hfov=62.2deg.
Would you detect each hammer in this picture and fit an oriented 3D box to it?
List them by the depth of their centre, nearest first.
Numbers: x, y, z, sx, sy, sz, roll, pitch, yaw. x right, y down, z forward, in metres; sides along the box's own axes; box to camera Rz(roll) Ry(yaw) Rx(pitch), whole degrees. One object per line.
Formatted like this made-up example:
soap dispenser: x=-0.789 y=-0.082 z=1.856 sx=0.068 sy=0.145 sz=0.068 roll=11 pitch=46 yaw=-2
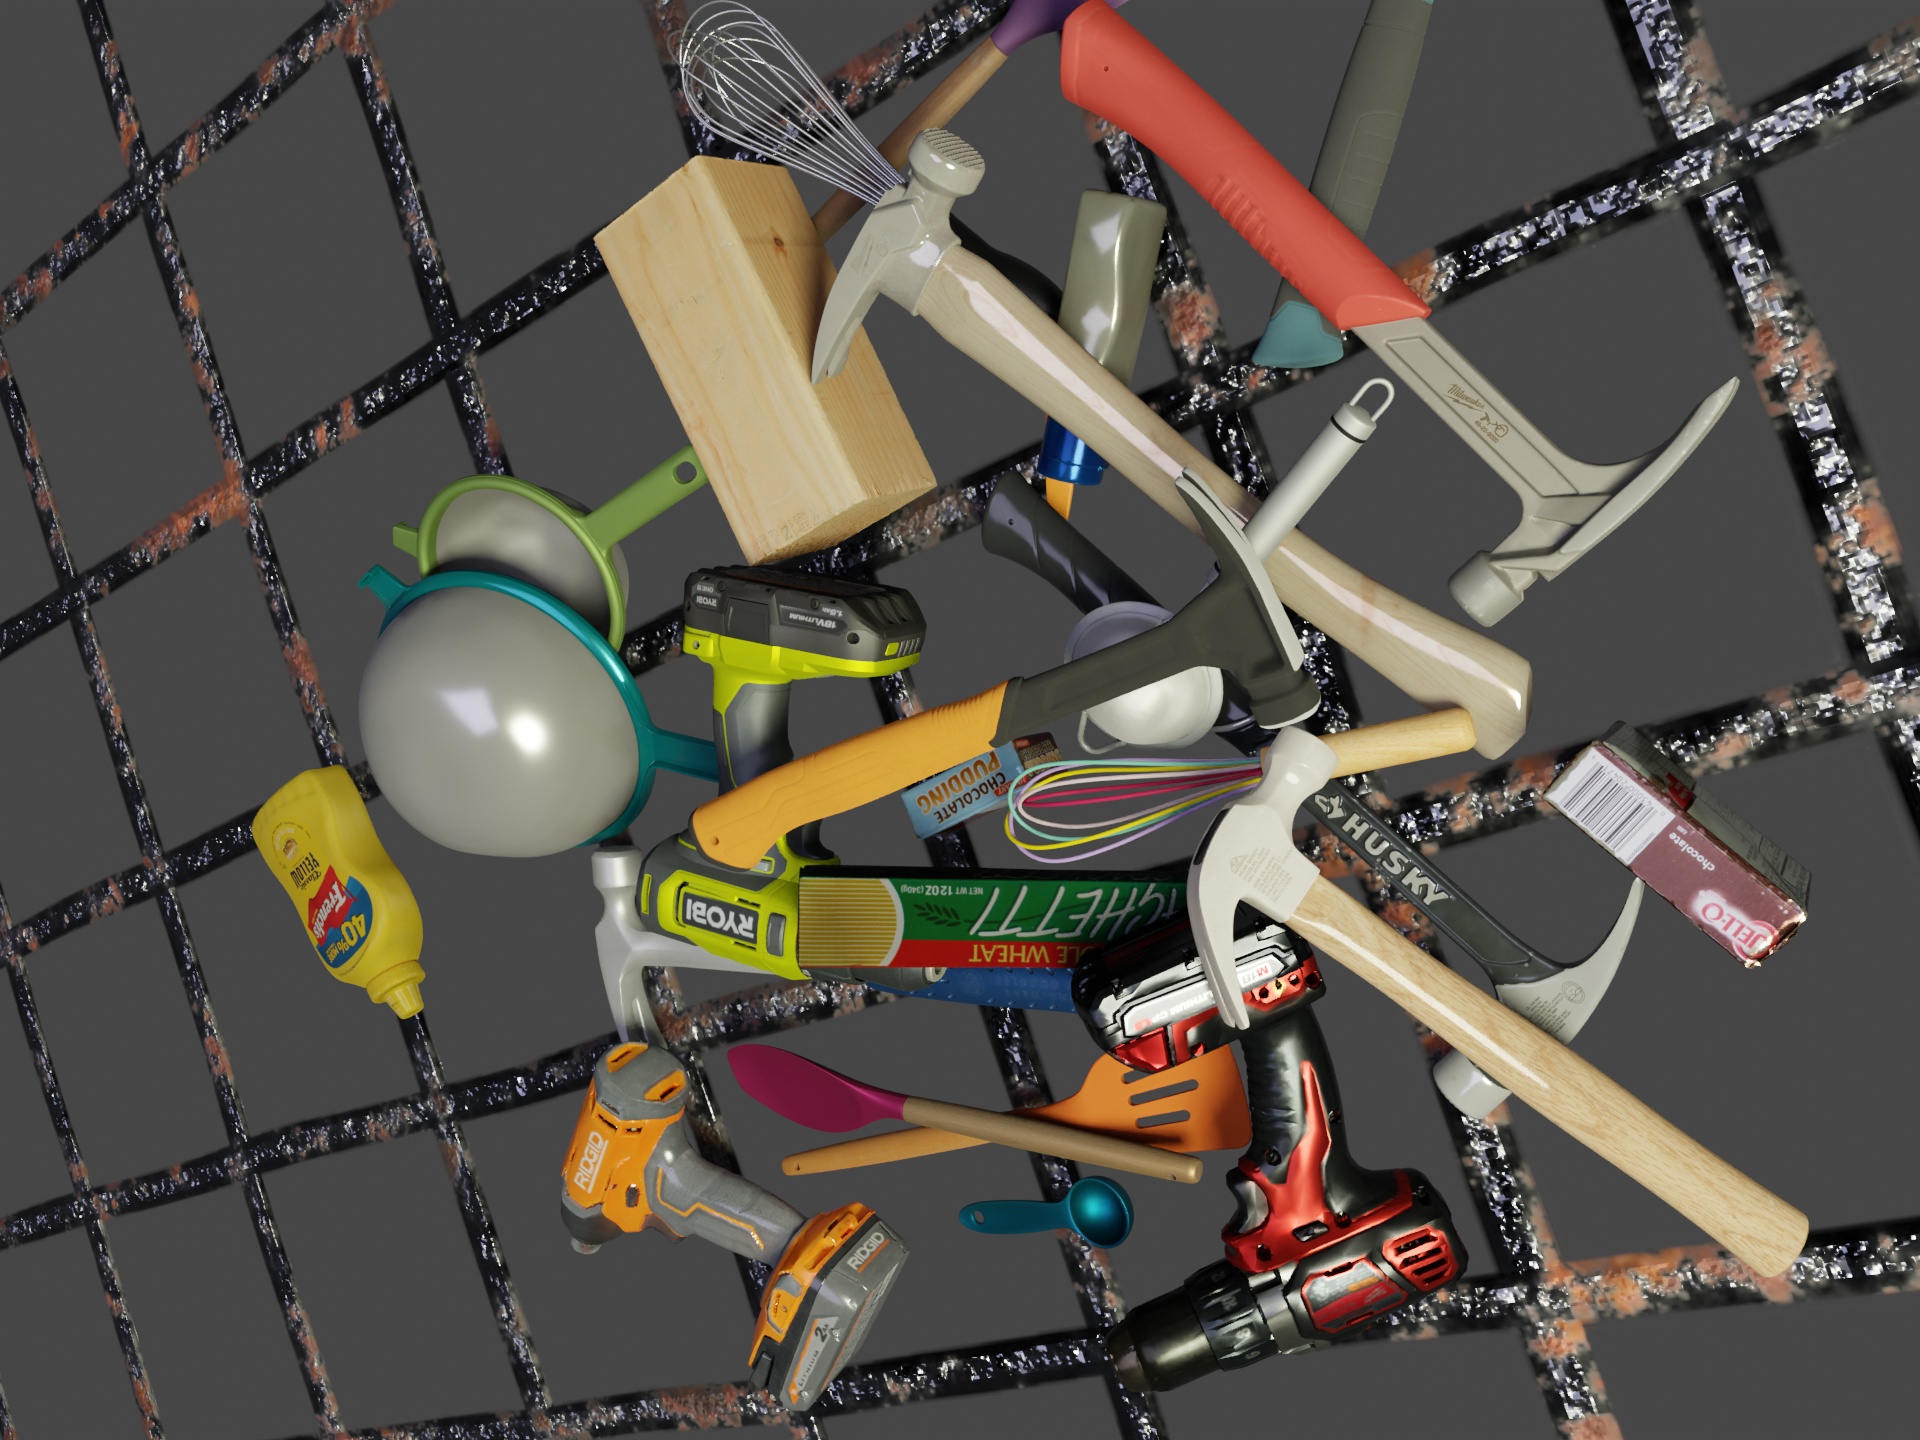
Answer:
hammer: x=0.248 y=0.150 z=0.736 sx=0.331 sy=0.031 sz=0.130 roll=36 pitch=81 yaw=0
hammer: x=0.181 y=-0.221 z=0.749 sx=0.359 sy=0.036 sz=0.149 roll=49 pitch=116 yaw=13
hammer: x=0.208 y=-0.329 z=0.758 sx=0.128 sy=0.033 sz=0.331 roll=22 pitch=107 yaw=25
hammer: x=-0.001 y=-0.003 z=0.792 sx=0.337 sy=0.034 sz=0.127 roll=-23 pitch=104 yaw=24
hammer: x=0.106 y=-0.114 z=0.799 sx=0.411 sy=0.038 sz=0.146 roll=39 pitch=125 yaw=6
hammer: x=0.162 y=0.009 z=0.822 sx=0.409 sy=0.036 sz=0.149 roll=44 pitch=114 yaw=15
hammer: x=-0.064 y=0.155 z=0.974 sx=0.405 sy=0.035 sz=0.144 roll=0 pitch=96 yaw=30

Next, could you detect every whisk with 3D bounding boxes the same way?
whisk: x=0.132 y=0.025 z=0.799 sx=0.245 sy=0.047 sz=0.051 roll=-13 pitch=102 yaw=23
whisk: x=-0.048 y=-0.297 z=0.876 sx=0.284 sy=0.070 sz=0.070 roll=39 pitch=114 yaw=6

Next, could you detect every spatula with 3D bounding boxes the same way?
spatula: x=0.005 y=-0.352 z=0.879 sx=0.316 sy=0.018 sz=0.060 roll=-36 pitch=91 yaw=28
spatula: x=0.017 y=0.242 z=0.950 sx=0.322 sy=0.041 sz=0.081 roll=-20 pitch=85 yaw=34

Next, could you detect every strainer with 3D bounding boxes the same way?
strainer: x=0.123 y=-0.063 z=0.771 sx=0.087 sy=0.050 sz=0.258 roll=38 pitch=123 yaw=3
strainer: x=-0.250 y=0.029 z=1.000 sx=0.340 sy=0.095 sz=0.210 roll=12 pitch=124 yaw=18
strainer: x=-0.230 y=-0.119 z=1.003 sx=0.256 sy=0.069 sz=0.151 roll=-26 pitch=107 yaw=32

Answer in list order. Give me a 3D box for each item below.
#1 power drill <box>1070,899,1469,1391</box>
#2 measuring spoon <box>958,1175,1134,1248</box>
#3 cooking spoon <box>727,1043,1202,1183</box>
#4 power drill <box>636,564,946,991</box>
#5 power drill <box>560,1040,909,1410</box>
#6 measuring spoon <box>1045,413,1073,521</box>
power drill: x=0.131 y=0.218 z=0.801 sx=0.188 sy=0.080 sz=0.226 roll=-24 pitch=96 yaw=1
measuring spoon: x=0.052 y=0.290 z=0.943 sx=0.128 sy=0.021 sz=0.042 roll=-17 pitch=89 yaw=39
cooking spoon: x=-0.008 y=0.231 z=0.927 sx=0.319 sy=0.017 sz=0.068 roll=4 pitch=125 yaw=32
power drill: x=-0.086 y=0.036 z=0.896 sx=0.191 sy=0.080 sz=0.228 roll=12 pitch=104 yaw=25
power drill: x=-0.159 y=0.328 z=1.013 sx=0.226 sy=0.084 sz=0.164 roll=32 pitch=118 yaw=16
measuring spoon: x=0.054 y=-0.147 z=0.881 sx=0.021 sy=0.011 sz=0.117 roll=8 pitch=101 yaw=29
